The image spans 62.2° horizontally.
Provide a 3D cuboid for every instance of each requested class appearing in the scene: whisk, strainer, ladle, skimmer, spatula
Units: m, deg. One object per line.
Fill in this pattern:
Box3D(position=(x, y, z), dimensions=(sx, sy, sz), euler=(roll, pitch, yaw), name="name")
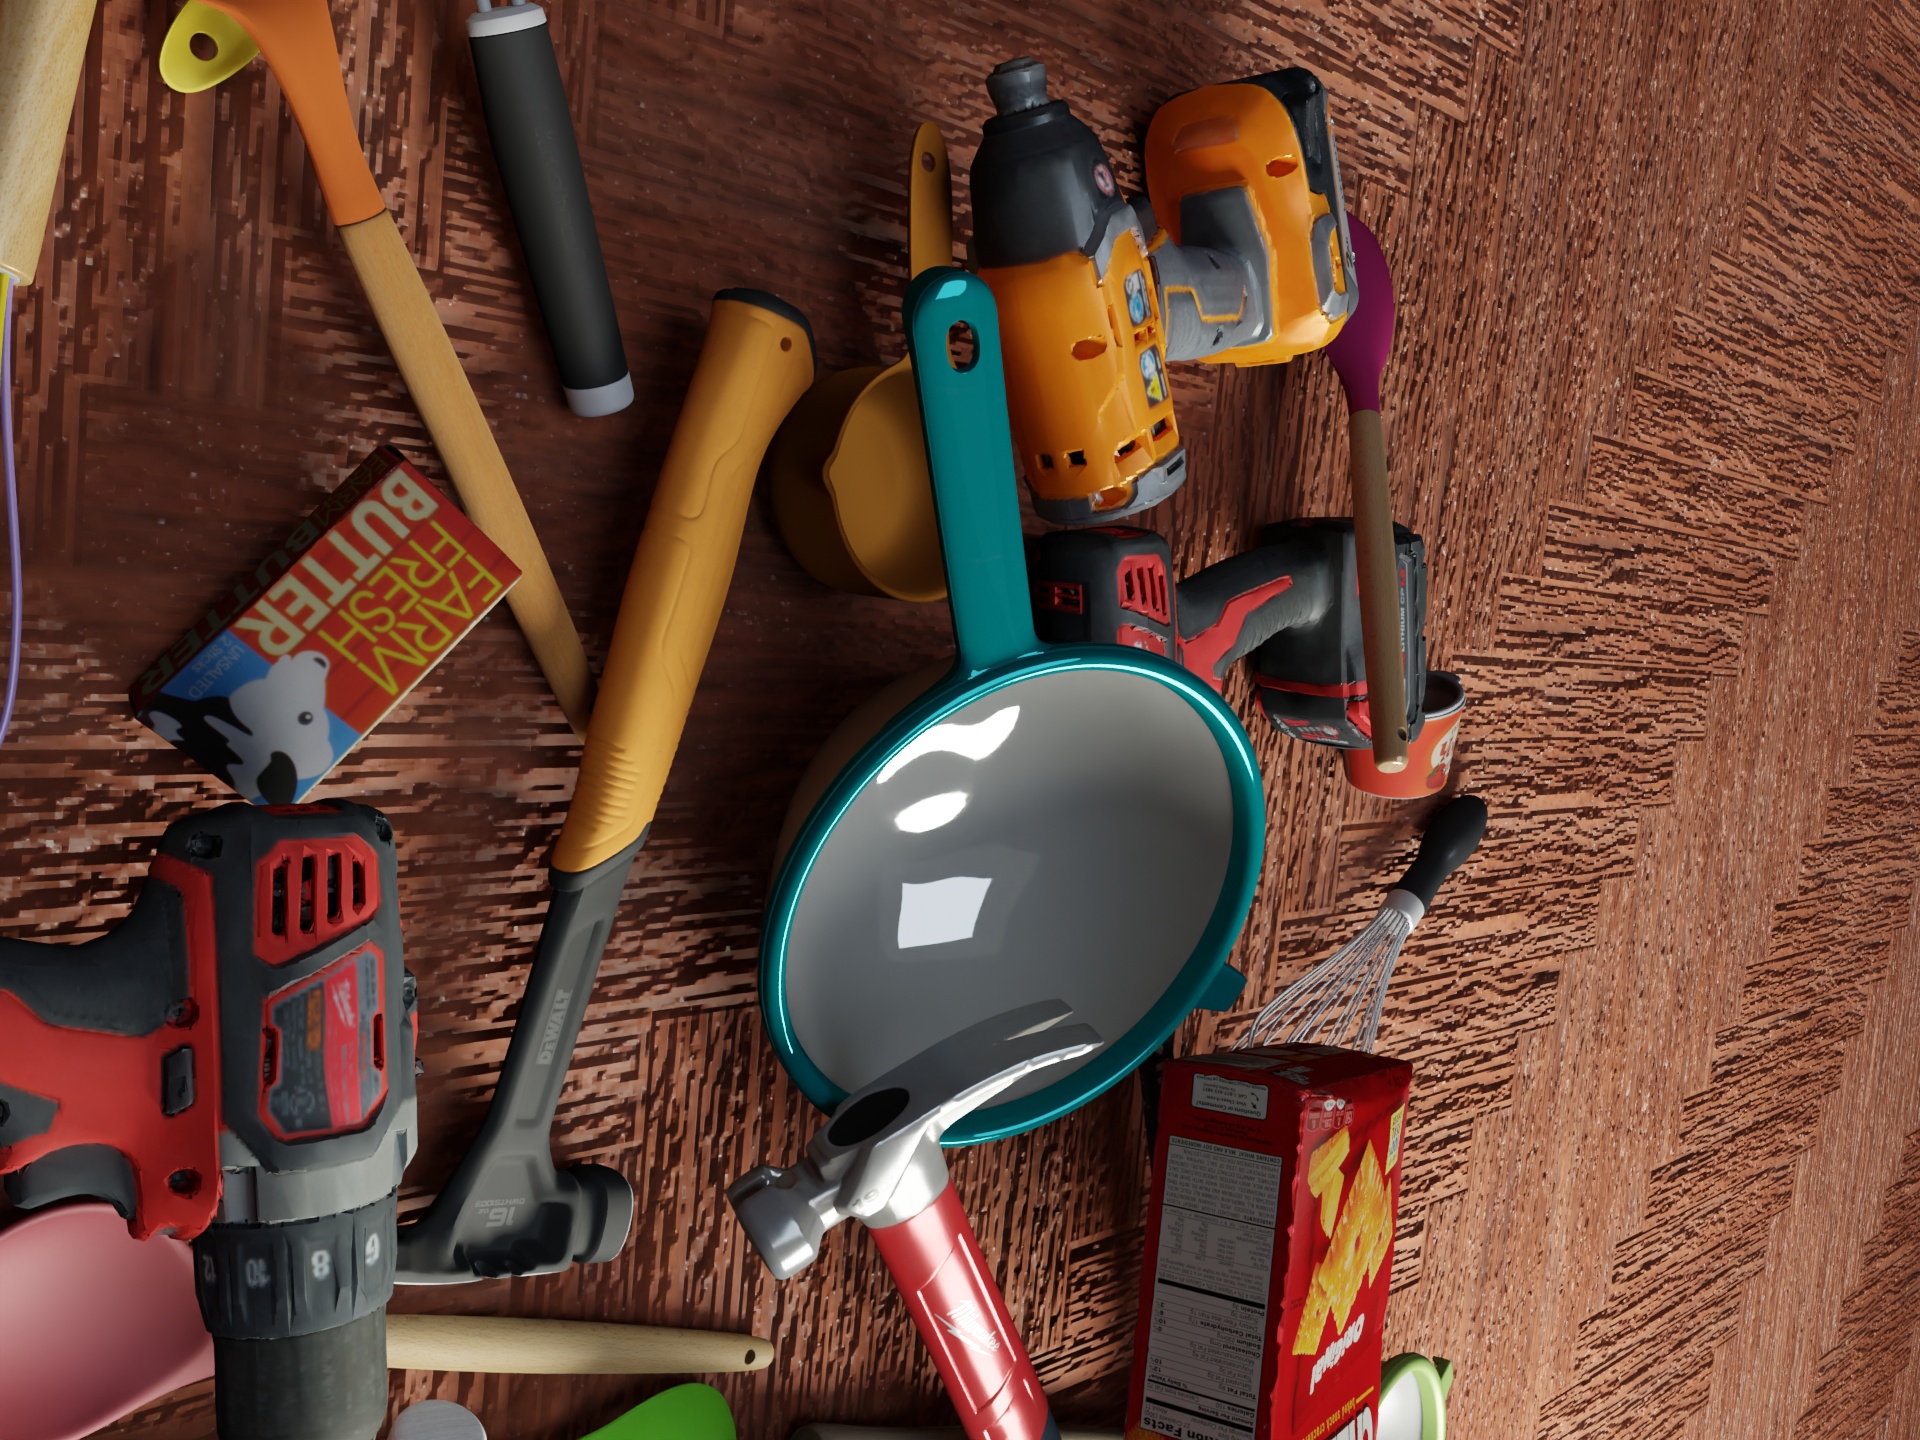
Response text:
Box3D(position=(-0.253, -0.093, 0.397), dimensions=(0.051, 0.047, 0.245), euler=(18, 80, -56), name="whisk")
Box3D(position=(-0.001, -0.002, 0.584), dimensions=(0.211, 0.095, 0.340), euler=(-20, 122, -20), name="strainer")
Box3D(position=(-0.178, 0.204, 0.526), dimensions=(0.315, 0.031, 0.069), euler=(26, 75, -45), name="ladle")
Box3D(position=(0.182, 0.449, 0.826), dimensions=(0.151, 0.069, 0.256), euler=(23, 79, -51), name="strainer")
Box3D(position=(-0.130, -0.243, 0.411), dimensions=(0.127, 0.090, 0.363), euler=(-19, 124, -17), name="skimmer")
Box3D(position=(0.232, 0.128, 0.888), dimensions=(0.285, 0.070, 0.070), euler=(-42, 124, -37), name="whisk")
Box3D(position=(-0.170, -0.124, 0.466), dimensions=(0.081, 0.041, 0.322), euler=(-46, 134, -36), name="spatula")

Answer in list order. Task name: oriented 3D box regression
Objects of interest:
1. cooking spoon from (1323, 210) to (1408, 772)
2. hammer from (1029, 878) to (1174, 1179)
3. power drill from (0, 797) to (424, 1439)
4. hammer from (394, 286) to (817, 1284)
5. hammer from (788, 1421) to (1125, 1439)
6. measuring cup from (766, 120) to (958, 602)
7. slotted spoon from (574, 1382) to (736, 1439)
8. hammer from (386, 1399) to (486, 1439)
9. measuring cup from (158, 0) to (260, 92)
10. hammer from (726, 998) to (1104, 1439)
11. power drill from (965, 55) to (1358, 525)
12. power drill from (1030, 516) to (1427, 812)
Box3D(position=(0.193, -0.122, 0.749), dimensions=(0.068, 0.017, 0.319), euler=(21, 59, -31), name="cooking spoon")
Box3D(position=(0.108, 0.256, 0.770), dimensions=(0.149, 0.036, 0.409), euler=(-15, 100, -44), name="hammer")
Box3D(position=(-0.243, 0.117, 0.382), dimensions=(0.226, 0.080, 0.188), euler=(-1, 89, -38), name="power drill")
Box3D(position=(-0.118, 0.018, 0.522), dimensions=(0.127, 0.034, 0.337), euler=(19, 87, -53), name="hammer")
Box3D(position=(0.075, 0.359, 0.787), dimensions=(0.410, 0.038, 0.146), euler=(26, 78, -43), name="hammer")
Box3D(position=(-0.029, -0.131, 0.596), dimensions=(0.095, 0.052, 0.173), euler=(-2, 96, -44), name="measuring cup")
Box3D(position=(-0.193, 0.253, 0.520), dimensions=(0.313, 0.031, 0.070), euler=(22, 84, -42), name="slotted spoon")
Box3D(position=(-0.294, 0.255, 0.404), dimensions=(0.330, 0.033, 0.128), euler=(10, 106, -40), name="hammer")
Box3D(position=(-0.178, -0.240, 0.459), dimensions=(0.156, 0.029, 0.062), euler=(-53, 130, -9), name="measuring cup")
Box3D(position=(0.035, 0.287, 0.660), dimensions=(0.143, 0.038, 0.386), euler=(-29, 122, -16), name="hammer")
Box3D(position=(0.081, -0.194, 0.640), dimensions=(0.226, 0.084, 0.164), euler=(-42, 125, -46), name="power drill")
Box3D(position=(0.123, -0.024, 0.744), dimensions=(0.219, 0.079, 0.143), euler=(-11, 103, -39), name="power drill")
